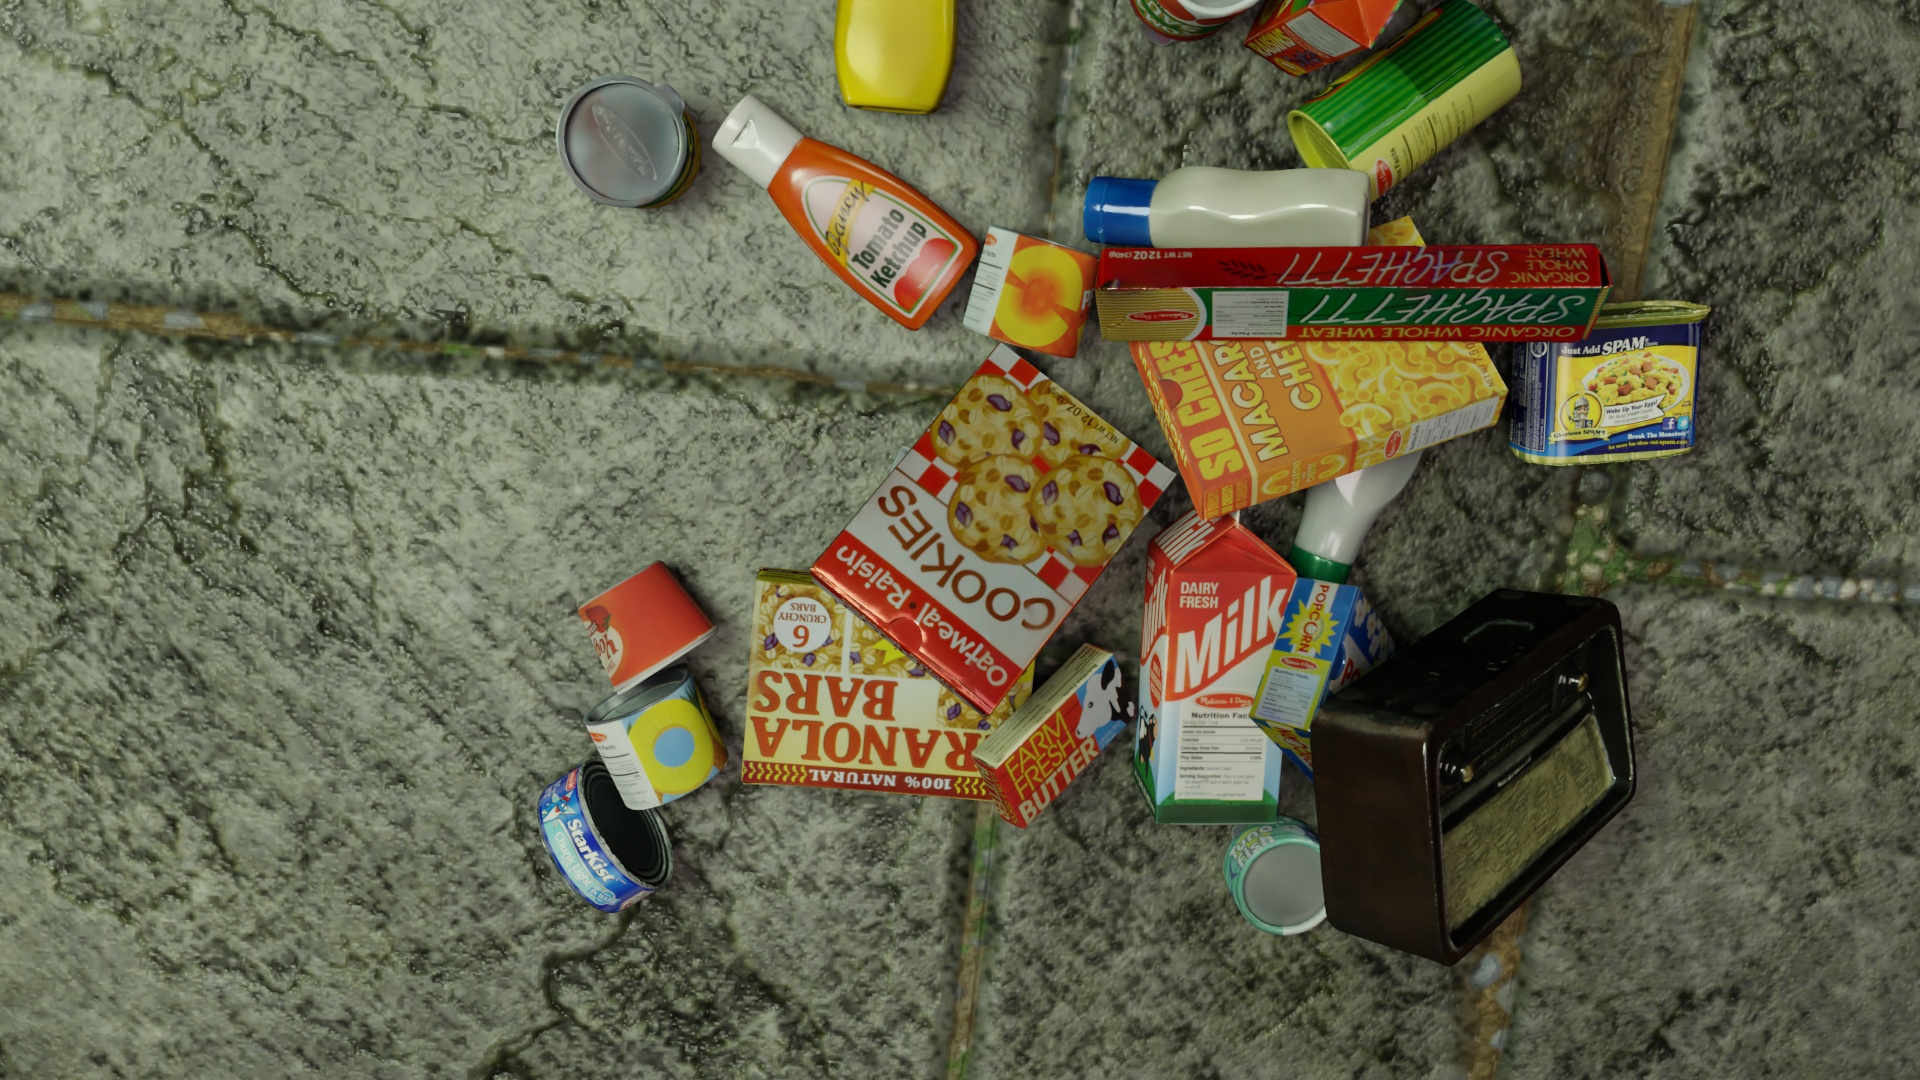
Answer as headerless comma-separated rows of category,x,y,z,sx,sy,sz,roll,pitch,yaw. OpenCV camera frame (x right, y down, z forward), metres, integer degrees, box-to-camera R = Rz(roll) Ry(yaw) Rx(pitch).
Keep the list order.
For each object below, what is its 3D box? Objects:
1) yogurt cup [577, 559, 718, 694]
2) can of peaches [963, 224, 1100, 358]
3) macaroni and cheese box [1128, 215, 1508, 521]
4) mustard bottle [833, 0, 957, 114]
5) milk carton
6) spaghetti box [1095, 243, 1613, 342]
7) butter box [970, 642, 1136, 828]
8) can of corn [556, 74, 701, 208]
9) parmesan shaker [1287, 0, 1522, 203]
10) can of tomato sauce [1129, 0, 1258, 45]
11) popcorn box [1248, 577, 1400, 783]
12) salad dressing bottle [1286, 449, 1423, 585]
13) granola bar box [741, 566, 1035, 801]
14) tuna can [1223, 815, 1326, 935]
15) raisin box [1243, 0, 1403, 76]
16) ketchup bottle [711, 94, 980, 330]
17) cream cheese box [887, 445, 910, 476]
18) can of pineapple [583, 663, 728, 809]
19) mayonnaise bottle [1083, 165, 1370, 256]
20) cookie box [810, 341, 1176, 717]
yogurt cup,-0.180,0.047,0.790,0.072,0.072,0.054,-31,94,4
can of peaches,0.042,-0.135,0.760,0.071,0.071,0.058,16,101,-6
macaroni and cheese box,0.188,-0.095,0.755,0.166,0.040,0.124,-19,62,1
mustard bottle,-0.030,-0.308,0.729,0.065,0.049,0.159,5,101,-4
milk carton,0.146,0.062,0.803,0.073,0.072,0.190,1,103,-4
spaghetti box,0.197,-0.127,0.717,0.250,0.050,0.029,2,64,11
butter box,0.055,0.112,0.803,0.104,0.024,0.053,-41,125,-25
can of corn,-0.172,-0.212,0.738,0.071,0.058,0.071,-1,102,-2
parmesan shaker,0.239,-0.234,0.751,0.103,0.071,0.071,-36,101,4
can of tomato sauce,0.124,-0.298,0.721,0.071,0.083,0.071,-1,102,-3
popcorn box,0.211,0.085,0.778,0.126,0.038,0.085,42,66,-50
salad dressing bottle,0.222,-0.026,0.803,0.064,0.044,0.147,16,102,-12
granola bar box,-0.041,0.085,0.815,0.166,0.039,0.124,5,101,-4
tuna can,0.196,0.204,0.855,0.071,0.033,0.071,-1,102,-3
raisin box,0.195,-0.288,0.706,0.040,0.123,0.086,30,99,-9
ketchup bottle,-0.065,-0.182,0.757,0.149,0.044,0.064,37,103,-9
cream cheese box,0.003,-0.010,0.789,0.104,0.024,0.053,21,76,1
can of pineapple,-0.173,0.113,0.802,0.071,0.071,0.057,-22,103,2
mayonnaise bottle,0.142,-0.173,0.744,0.148,0.064,0.041,9,66,19
cookie box,0.018,-0.007,0.755,0.123,0.040,0.168,38,76,6
